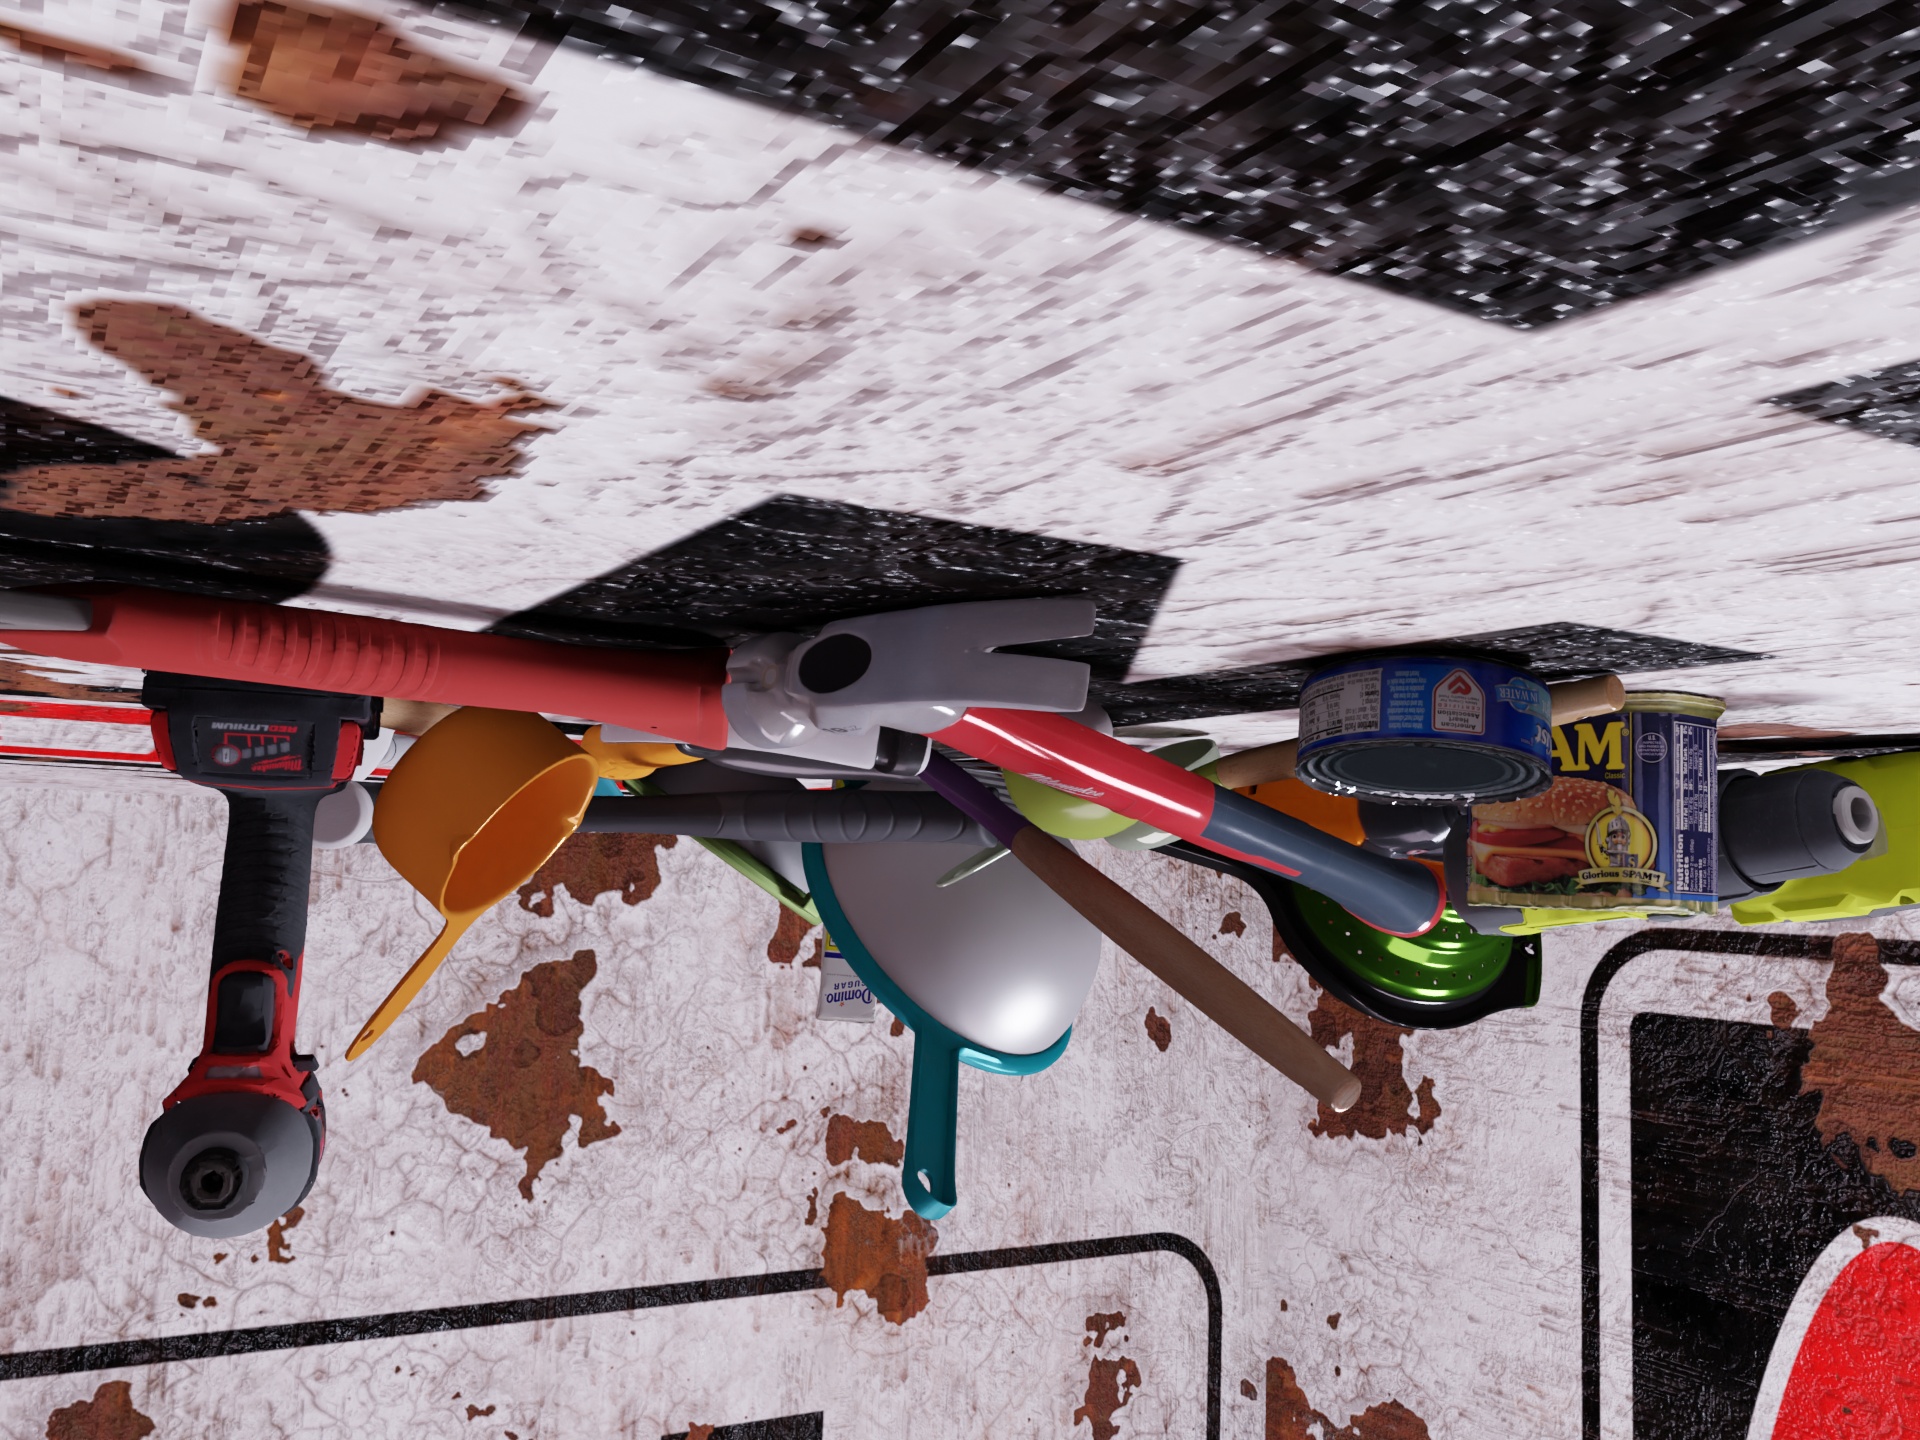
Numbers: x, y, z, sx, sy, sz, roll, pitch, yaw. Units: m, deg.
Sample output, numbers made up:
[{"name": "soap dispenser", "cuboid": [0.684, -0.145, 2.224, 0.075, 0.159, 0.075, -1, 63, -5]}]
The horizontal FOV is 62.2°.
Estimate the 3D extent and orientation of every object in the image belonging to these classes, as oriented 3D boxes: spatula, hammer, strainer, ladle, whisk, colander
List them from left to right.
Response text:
[{"name": "hammer", "cuboid": [-0.225, -0.024, 0.459, 0.358, 0.037, 0.149, 7, 172, -41]}, {"name": "strainer", "cuboid": [-0.344, 0.018, 0.935, 0.087, 0.050, 0.258, -13, 178, 1]}, {"name": "spatula", "cuboid": [-0.258, 0.015, 0.835, 0.082, 0.044, 0.317, 19, 177, 14]}, {"name": "hammer", "cuboid": [-0.136, 0.008, 0.743, 0.127, 0.034, 0.337, 9, 173, -24]}, {"name": "hammer", "cuboid": [-0.142, 0.047, 0.791, 0.334, 0.035, 0.146, 1, 176, -12]}, {"name": "strainer", "cuboid": [-0.130, 0.065, 1.034, 0.151, 0.069, 0.256, 35, 173, 4]}, {"name": "whisk", "cuboid": [-0.025, 0.028, 0.883, 0.239, 0.055, 0.055, 7, 174, -9]}, {"name": "strainer", "cuboid": [0.013, 0.127, 0.887, 0.211, 0.095, 0.341, 38, -157, -17]}, {"name": "spatula", "cuboid": [0.038, 0.057, 0.609, 0.059, 0.018, 0.316, 30, -176, -39]}, {"name": "hammer", "cuboid": [0.101, 0.033, 0.606, 0.143, 0.038, 0.386, -5, 161, 42]}, {"name": "ladle", "cuboid": [0.132, 0.006, 0.680, 0.078, 0.062, 0.320, -2, 171, -37]}, {"name": "colander", "cuboid": [0.256, 0.090, 1.159, 0.397, 0.205, 0.094, 17, 139, -1]}]

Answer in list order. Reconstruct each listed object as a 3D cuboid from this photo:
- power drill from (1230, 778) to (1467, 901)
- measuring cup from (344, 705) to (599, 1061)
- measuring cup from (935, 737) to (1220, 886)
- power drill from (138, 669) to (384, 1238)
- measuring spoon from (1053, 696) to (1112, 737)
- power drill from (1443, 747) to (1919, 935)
[{"name": "power drill", "cuboid": [0.285, 0.060, 0.936, 0.226, 0.084, 0.164, 11, 169, -39]}, {"name": "measuring cup", "cuboid": [-0.224, 0.065, 0.666, 0.052, 0.173, 0.095, 41, -168, 10]}, {"name": "measuring cup", "cuboid": [0.067, 0.061, 0.836, 0.167, 0.038, 0.083, -27, -171, -12]}, {"name": "power drill", "cuboid": [-0.271, 0.082, 0.609, 0.078, 0.220, 0.143, 4, 174, -17]}, {"name": "measuring spoon", "cuboid": [0.011, -0.011, 0.650, 0.124, 0.018, 0.034, 13, 171, -31]}, {"name": "power drill", "cuboid": [0.366, 0.055, 0.728, 0.228, 0.080, 0.190, 0, 168, -31]}]
